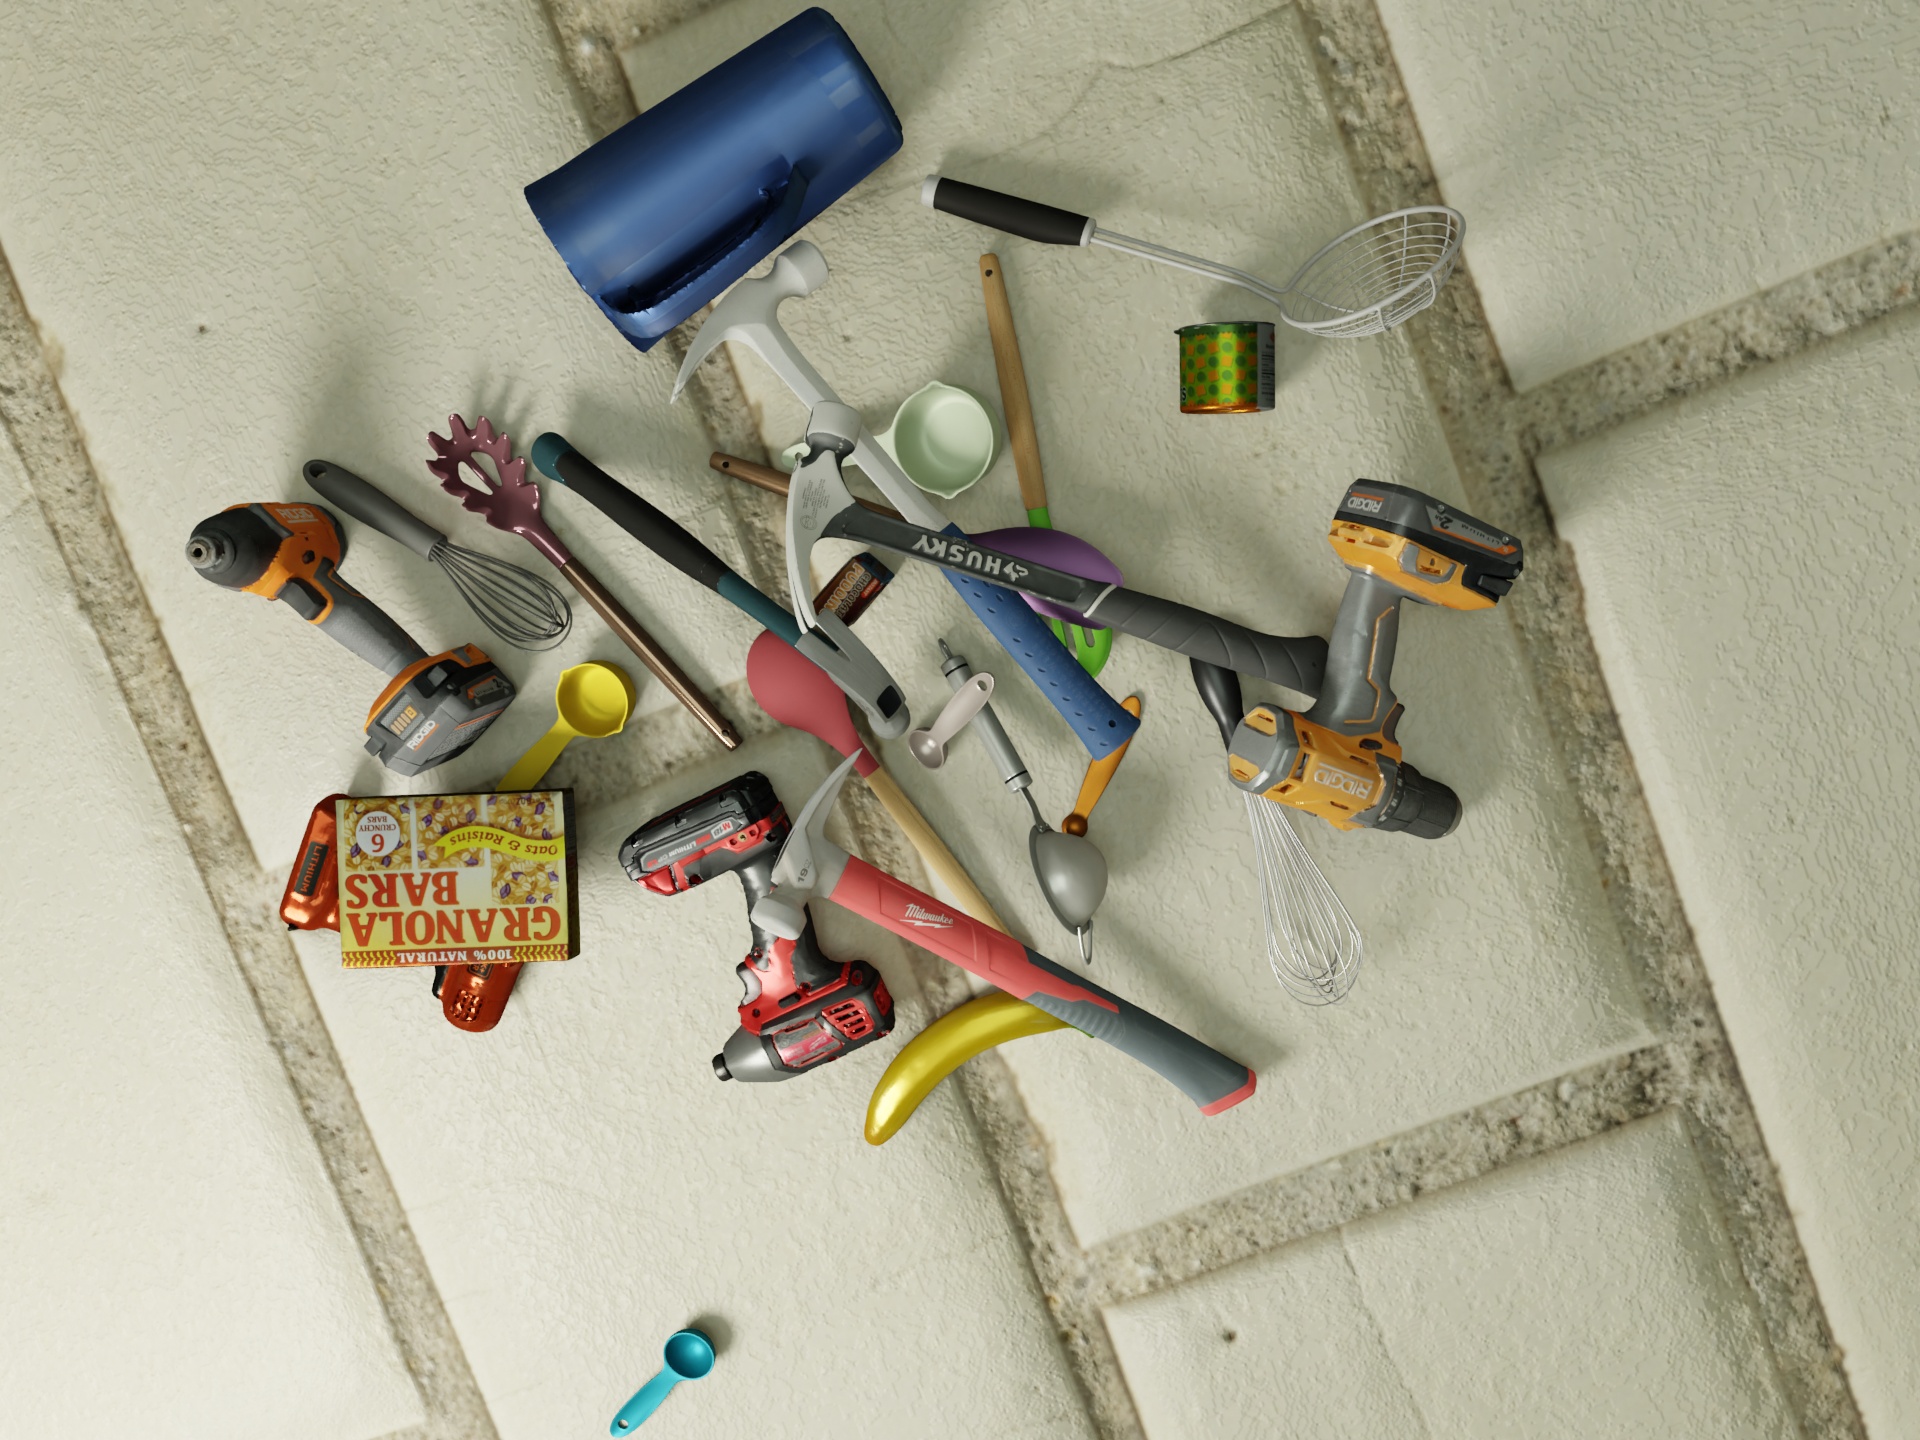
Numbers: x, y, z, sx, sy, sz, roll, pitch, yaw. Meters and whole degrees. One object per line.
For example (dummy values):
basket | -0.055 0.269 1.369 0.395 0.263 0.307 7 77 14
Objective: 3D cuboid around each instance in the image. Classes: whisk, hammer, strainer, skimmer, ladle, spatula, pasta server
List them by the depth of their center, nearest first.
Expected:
skimmer | 0.149 -0.339 1.075 0.363 0.127 0.090 18 141 8
hammer | 0.076 -0.082 1.075 0.408 0.036 0.149 16 76 -16
hammer | -0.027 -0.132 1.086 0.144 0.035 0.405 -43 96 -19
hammer | -0.174 -0.104 1.122 0.331 0.128 0.033 36 80 15
whisk | 0.220 0.070 1.136 0.070 0.070 0.284 -20 90 8
spatula | -0.035 -0.140 1.139 0.316 0.018 0.060 20 99 10
strainer | 0.047 0.051 1.142 0.050 0.087 0.258 -33 80 21
hammer | 0.050 0.167 1.149 0.386 0.038 0.143 29 70 -9
pasta server | -0.273 -0.097 1.174 0.060 0.040 0.316 -43 93 -11
ladle | -0.050 0.059 1.178 0.069 0.031 0.315 -38 94 6
whisk | -0.391 -0.126 1.180 0.239 0.055 0.055 33 99 6

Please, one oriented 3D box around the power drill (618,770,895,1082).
power drill | -0.156 0.162 1.177 0.143 0.078 0.219 -26 97 9

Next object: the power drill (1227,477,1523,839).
power drill | 0.301 -0.031 1.091 0.185 0.084 0.226 19 96 -25

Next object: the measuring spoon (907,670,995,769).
measuring spoon | -0.002 -0.004 1.136 0.034 0.018 0.124 47 140 5

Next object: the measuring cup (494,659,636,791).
measuring cup | -0.303 0.014 1.202 0.062 0.029 0.156 45 111 -2

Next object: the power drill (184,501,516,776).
power drill | -0.441 -0.066 1.132 0.226 0.164 0.084 44 99 -3

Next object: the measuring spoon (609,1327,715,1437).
measuring spoon | -0.237 0.524 1.261 0.042 0.021 0.128 41 108 -1

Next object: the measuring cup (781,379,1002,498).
measuring cup | -0.049 -0.199 1.146 0.167 0.038 0.083 -3 104 23

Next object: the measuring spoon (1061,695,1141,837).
measuring spoon | 0.104 0.035 1.165 0.021 0.011 0.117 25 99 2

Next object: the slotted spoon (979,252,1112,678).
slotted spoon | 0.052 -0.177 1.138 0.070 0.031 0.314 -11 94 16
